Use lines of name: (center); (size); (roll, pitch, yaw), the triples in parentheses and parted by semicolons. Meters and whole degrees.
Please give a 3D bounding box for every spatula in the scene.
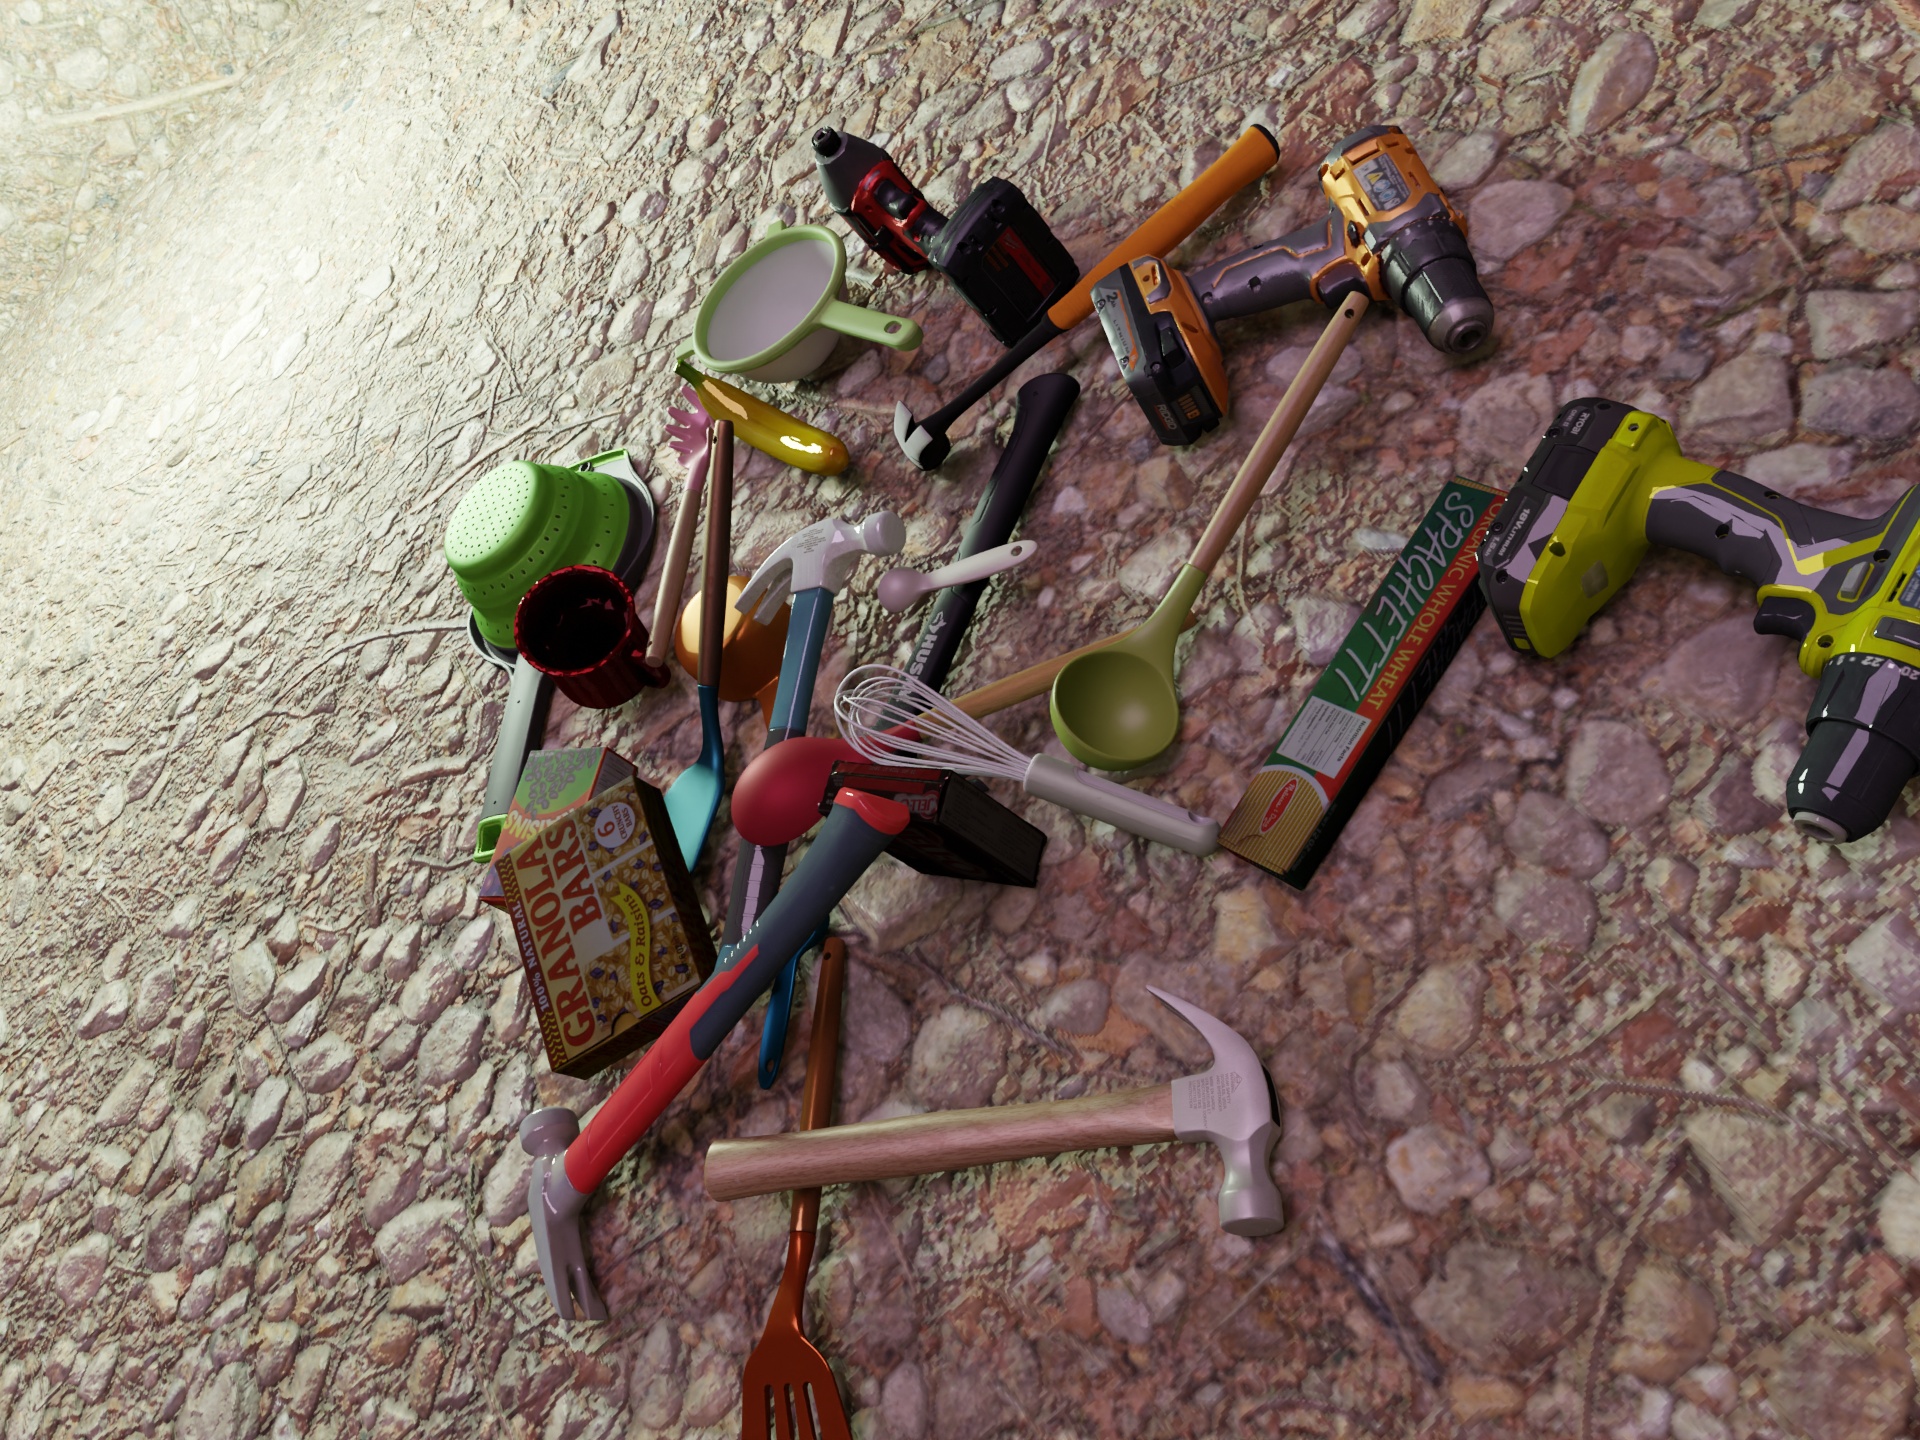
spatula: (-0.084, 0.277, 0.923); (0.081, 0.041, 0.323); (-16, 51, 27)
spatula: (-0.183, -0.050, 1.109); (0.082, 0.044, 0.317); (14, 102, 50)

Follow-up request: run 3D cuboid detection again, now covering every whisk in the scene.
whisk: (0.035, 0.027, 0.924); (0.246, 0.058, 0.059); (20, 107, 16)

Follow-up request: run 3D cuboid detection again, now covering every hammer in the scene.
hammer: (0.008, 0.223, 0.861); (0.331, 0.031, 0.130); (-13, 54, 21)
hammer: (-0.116, 0.021, 1.049); (0.128, 0.033, 0.331); (-7, 66, 39)
hammer: (0.008, -0.093, 1.077); (0.146, 0.035, 0.335); (11, 69, 40)
hammer: (-0.147, 0.190, 0.933); (0.386, 0.038, 0.143); (-50, 44, 25)
hammer: (0.089, -0.299, 1.112); (0.337, 0.127, 0.034); (-41, 89, 1)

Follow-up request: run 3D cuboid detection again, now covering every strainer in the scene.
strainer: (-0.106, -0.312, 1.271); (0.257, 0.069, 0.151); (26, 77, 42)

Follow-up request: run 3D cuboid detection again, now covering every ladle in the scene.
ladle: (0.154, -0.113, 0.934); (0.078, 0.062, 0.320); (31, 93, 5)
ladle: (-0.002, -0.003, 0.984); (0.315, 0.031, 0.069); (-23, 58, 3)

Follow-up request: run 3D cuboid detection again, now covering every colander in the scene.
colander: (-0.367, -0.079, 1.295); (0.204, 0.094, 0.397); (-14, 55, 28)

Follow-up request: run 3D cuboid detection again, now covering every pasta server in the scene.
pasta server: (-0.222, -0.163, 1.253); (0.060, 0.040, 0.317); (-35, 36, 34)

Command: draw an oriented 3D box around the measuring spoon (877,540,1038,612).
measuring spoon: (-0.005, -0.102, 1.055); (0.124, 0.018, 0.034); (-15, 54, 28)

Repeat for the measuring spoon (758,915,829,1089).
measuring spoon: (-0.105, 0.171, 1.011); (0.042, 0.021, 0.129); (-4, 70, 44)

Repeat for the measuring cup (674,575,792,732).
measuring cup: (-0.155, -0.036, 1.144); (0.095, 0.052, 0.174); (-37, 46, 11)

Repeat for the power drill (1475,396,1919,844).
power drill: (0.374, -0.058, 0.766); (0.229, 0.080, 0.190); (27, 80, 40)

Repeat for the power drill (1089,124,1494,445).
power drill: (0.212, -0.262, 1.010); (0.226, 0.084, 0.186); (-26, 52, 15)

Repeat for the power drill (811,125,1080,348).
power drill: (-0.023, -0.375, 1.203); (0.078, 0.143, 0.220); (-51, 49, 2)
